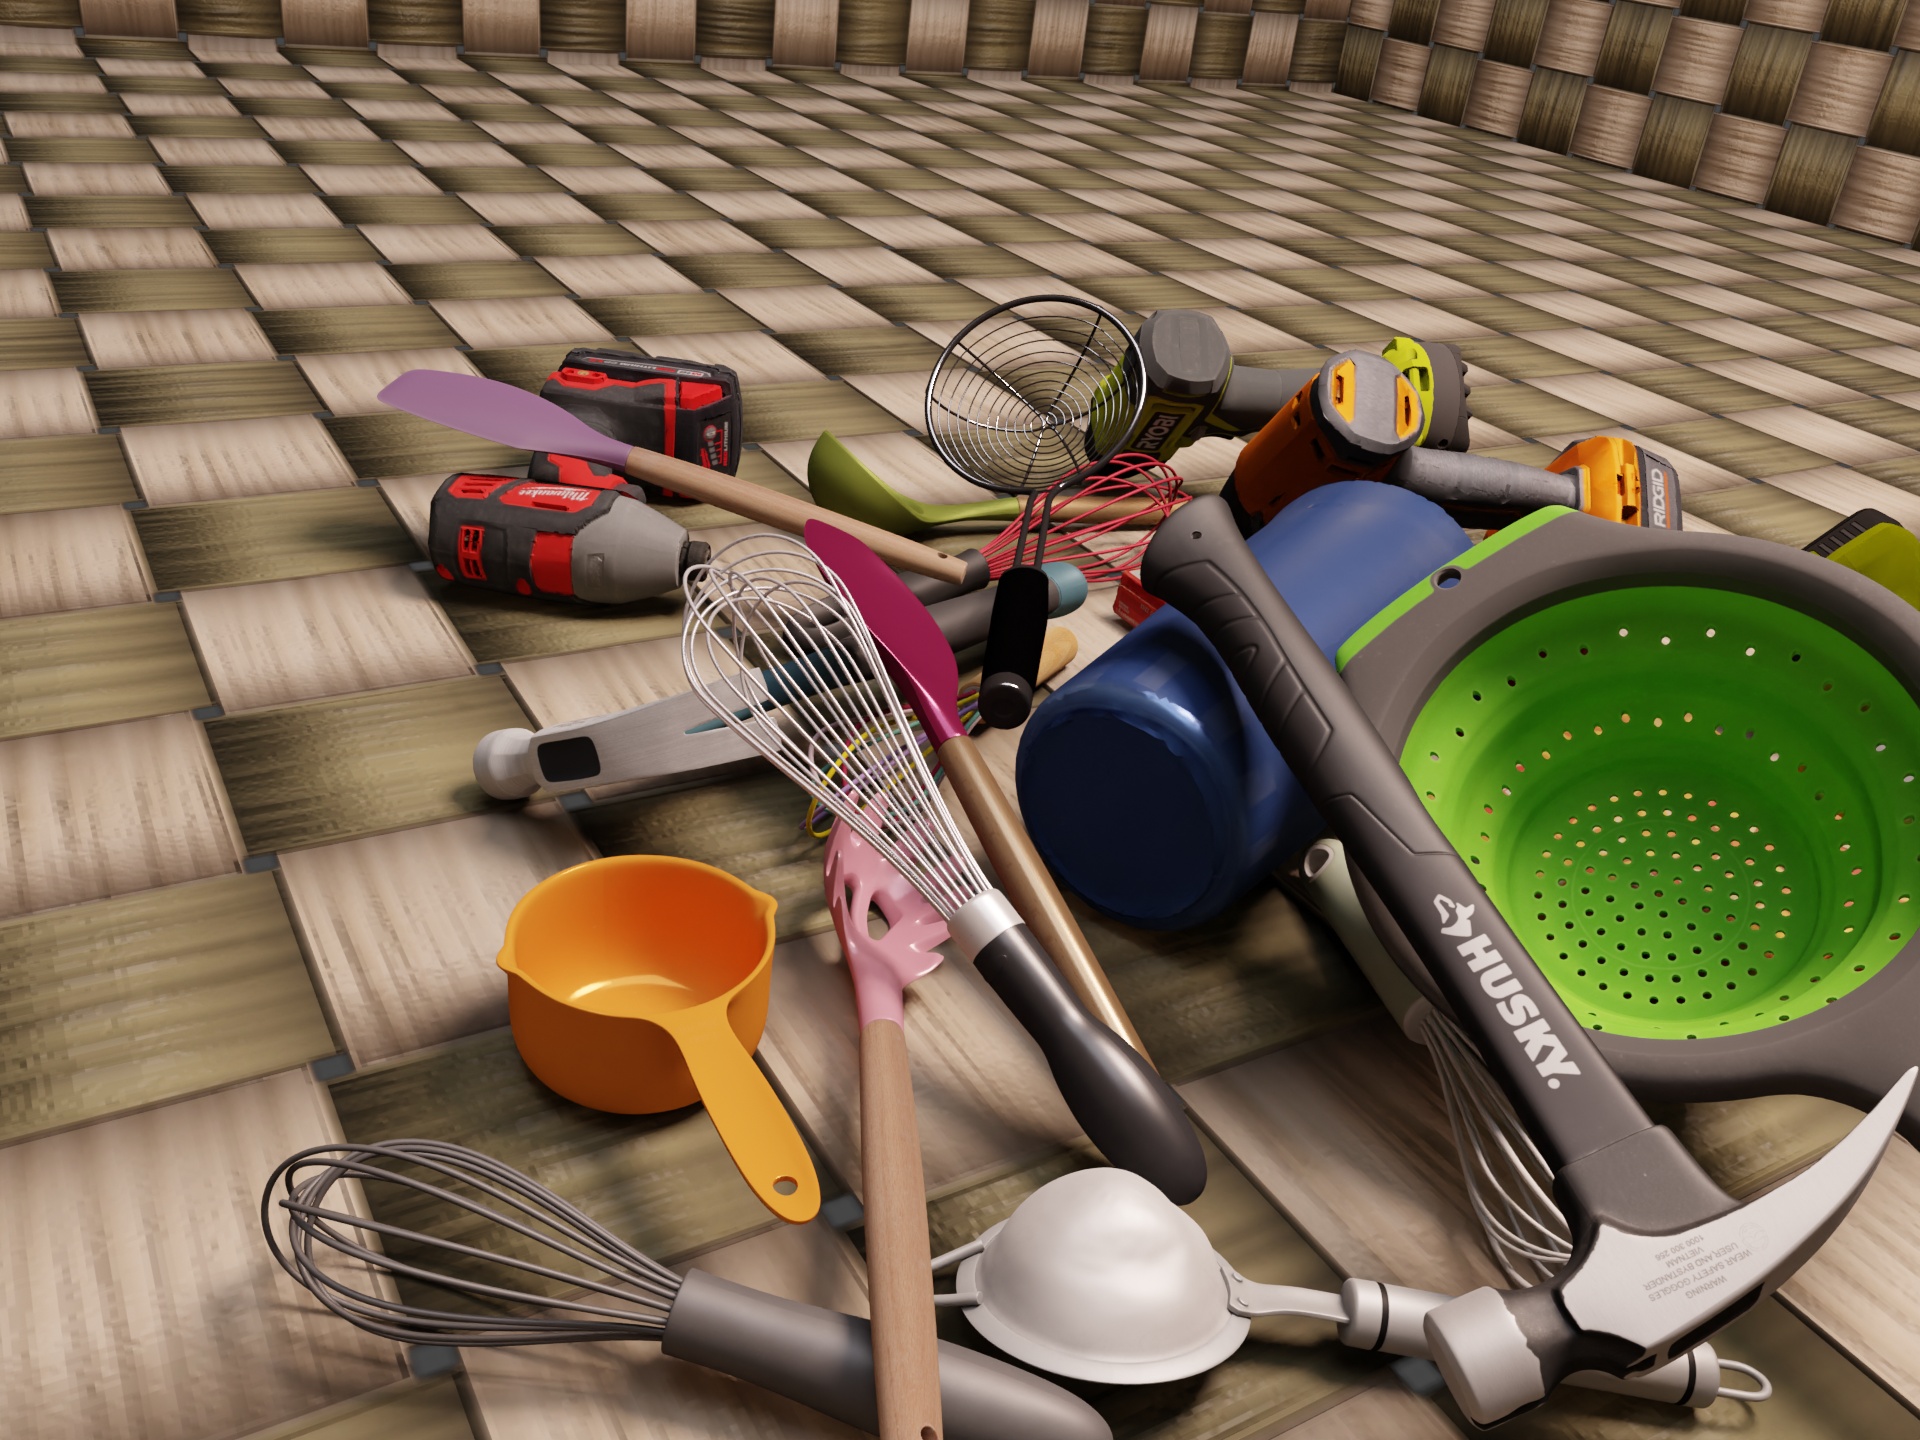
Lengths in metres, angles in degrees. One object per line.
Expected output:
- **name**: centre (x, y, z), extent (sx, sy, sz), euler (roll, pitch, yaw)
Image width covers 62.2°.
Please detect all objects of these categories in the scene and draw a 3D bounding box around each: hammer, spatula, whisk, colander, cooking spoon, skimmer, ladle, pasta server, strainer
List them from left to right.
- **spatula**: centre (-0.146, -0.128, 0.826), extent (0.316, 0.018, 0.060), euler (19, 36, 3)
- **whisk**: centre (-0.075, 0.162, 0.427), extent (0.239, 0.055, 0.055), euler (16, 30, 5)
- **hammer**: centre (-0.052, -0.027, 0.737), extent (0.128, 0.033, 0.331), euler (-7, 11, 42)
- **pasta server**: centre (-0.019, 0.109, 0.498), extent (0.060, 0.040, 0.316), euler (32, 16, -16)
- **whisk**: centre (-0.011, 0.046, 0.545), extent (0.070, 0.070, 0.285), euler (-21, 64, -40)
- **whisk**: centre (0.000, -0.004, 0.735), extent (0.051, 0.047, 0.245), euler (3, 20, 29)
- **cooking spoon**: centre (0.007, 0.029, 0.612), extent (0.068, 0.017, 0.319), euler (20, 32, -47)
- **whisk**: centre (0.024, -0.090, 0.888), extent (0.296, 0.073, 0.073), euler (-24, 42, -34)
- **skimmer**: centre (0.029, -0.119, 0.782), extent (0.127, 0.090, 0.364), euler (-8, 28, 11)
- **ladle**: centre (0.060, -0.143, 0.988), extent (0.320, 0.062, 0.078), euler (-2, 25, -21)
- **strainer**: centre (0.109, 0.168, 0.462), extent (0.258, 0.050, 0.087), euler (11, 15, -1)
- **hammer**: centre (0.146, 0.037, 0.515), extent (0.146, 0.035, 0.335), euler (-24, 50, -1)
- **whisk**: centre (0.176, 0.113, 0.575), extent (0.059, 0.058, 0.247), euler (34, 16, -25)
- **colander**: centre (0.278, 0.096, 0.505), extent (0.204, 0.094, 0.398), euler (-34, 52, 2)

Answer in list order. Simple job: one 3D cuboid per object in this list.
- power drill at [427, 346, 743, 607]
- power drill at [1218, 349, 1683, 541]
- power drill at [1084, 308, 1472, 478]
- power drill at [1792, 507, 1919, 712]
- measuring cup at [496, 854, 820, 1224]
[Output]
- **power drill**: centre (-0.194, -0.134, 0.896), extent (0.143, 0.078, 0.220), euler (8, 32, 1)
- **power drill**: centre (0.260, -0.116, 0.889), extent (0.226, 0.164, 0.084), euler (14, 67, -15)
- **power drill**: centre (0.198, -0.196, 1.036), extent (0.223, 0.171, 0.080), euler (3, 74, -12)
- **power drill**: centre (0.479, -0.014, 0.741), extent (0.080, 0.190, 0.229), euler (-37, 25, 9)
- **measuring cup**: centre (-0.087, 0.111, 0.505), extent (0.095, 0.052, 0.174), euler (-10, 35, -29)
